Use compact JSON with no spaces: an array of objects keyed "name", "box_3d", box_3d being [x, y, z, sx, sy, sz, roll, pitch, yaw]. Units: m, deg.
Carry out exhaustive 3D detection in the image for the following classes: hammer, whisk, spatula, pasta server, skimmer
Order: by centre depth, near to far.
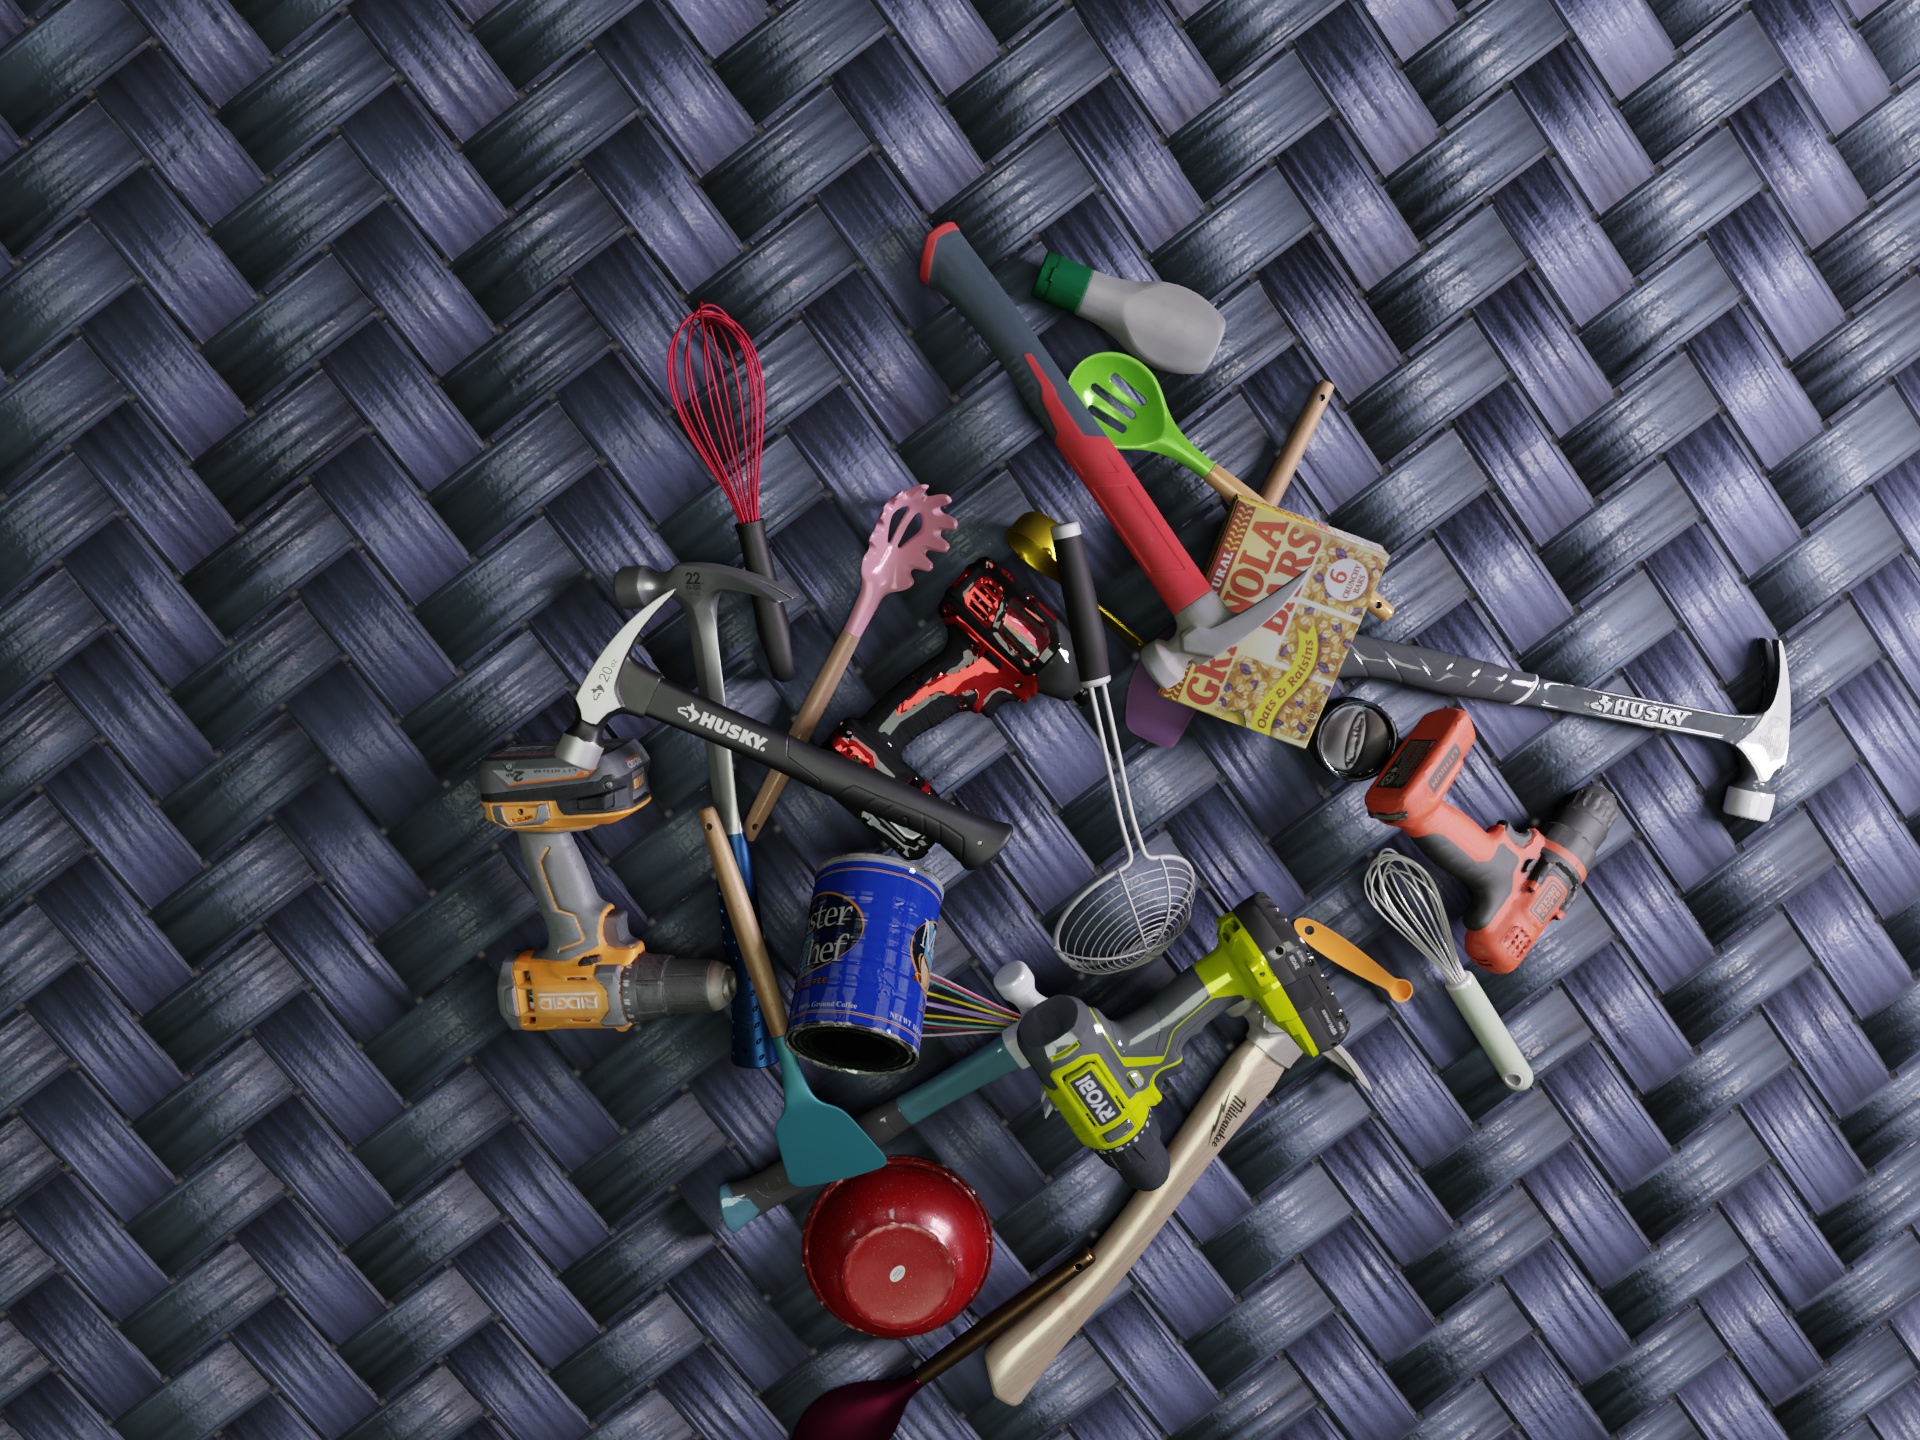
[{"name":"hammer","box_3d":[-0.115,0.025,1.174,0.334,0.035,0.146,24,92,-10]},{"name":"hammer","box_3d":[0.103,-0.220,1.196,0.143,0.038,0.386,-35,87,21]},{"name":"whisk","box_3d":[-0.167,-0.171,1.220,0.073,0.073,0.295,-12,103,-2]},{"name":"skimmer","box_3d":[0.103,0.027,1.235,0.127,0.090,0.363,-16,100,-21]},{"name":"spatula","box_3d":[-0.146,0.217,1.236,0.082,0.044,0.317,-17,93,12]},{"name":"hammer","box_3d":[-0.178,0.077,1.245,0.144,0.035,0.405,-1,102,20]},{"name":"pasta server","box_3d":[-0.096,-0.042,1.250,0.060,0.040,0.316,25,97,-23]},{"name":"spatula","box_3d":[0.217,-0.126,1.266,0.059,0.018,0.316,27,96,-4]},{"name":"hammer","box_3d":[-0.057,0.320,1.281,0.331,0.033,0.128,-31,114,9]},{"name":"hammer","box_3d":[0.476,-0.026,1.286,0.409,0.036,0.149,11,96,-4]},{"name":"whisk","box_3d":[0.034,0.245,1.298,0.245,0.051,0.047,14,118,-9]},{"name":"whisk","box_3d":[0.407,0.208,1.310,0.058,0.059,0.246,-25,105,37]},{"name":"hammer","box_3d":[0.166,0.409,1.326,0.146,0.038,0.410,36,95,-8]}]

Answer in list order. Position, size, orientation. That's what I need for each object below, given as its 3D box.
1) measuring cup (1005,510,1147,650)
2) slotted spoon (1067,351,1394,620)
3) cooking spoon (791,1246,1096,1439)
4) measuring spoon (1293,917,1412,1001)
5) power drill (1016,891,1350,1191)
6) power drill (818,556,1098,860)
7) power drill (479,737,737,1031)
[{"name":"measuring cup","box_3d":[0.102,-0.108,1.249,0.156,0.062,0.029,39,79,-15]},{"name":"slotted spoon","box_3d":[0.212,-0.177,1.239,0.313,0.031,0.070,37,97,-3]},{"name":"cooking spoon","box_3d":[-0.014,0.532,1.322,0.319,0.017,0.069,-39,93,10]},{"name":"measuring spoon","box_3d":[0.325,0.197,1.321,0.117,0.011,0.021,33,94,-3]},{"name":"power drill","box_3d":[0.179,0.255,1.237,0.228,0.080,0.190,-32,117,1]},{"name":"power drill","box_3d":[-0.002,-0.004,1.243,0.143,0.078,0.219,41,91,-9]},{"name":"power drill","box_3d":[-0.273,0.131,1.230,0.185,0.084,0.226,-2,101,10]}]
